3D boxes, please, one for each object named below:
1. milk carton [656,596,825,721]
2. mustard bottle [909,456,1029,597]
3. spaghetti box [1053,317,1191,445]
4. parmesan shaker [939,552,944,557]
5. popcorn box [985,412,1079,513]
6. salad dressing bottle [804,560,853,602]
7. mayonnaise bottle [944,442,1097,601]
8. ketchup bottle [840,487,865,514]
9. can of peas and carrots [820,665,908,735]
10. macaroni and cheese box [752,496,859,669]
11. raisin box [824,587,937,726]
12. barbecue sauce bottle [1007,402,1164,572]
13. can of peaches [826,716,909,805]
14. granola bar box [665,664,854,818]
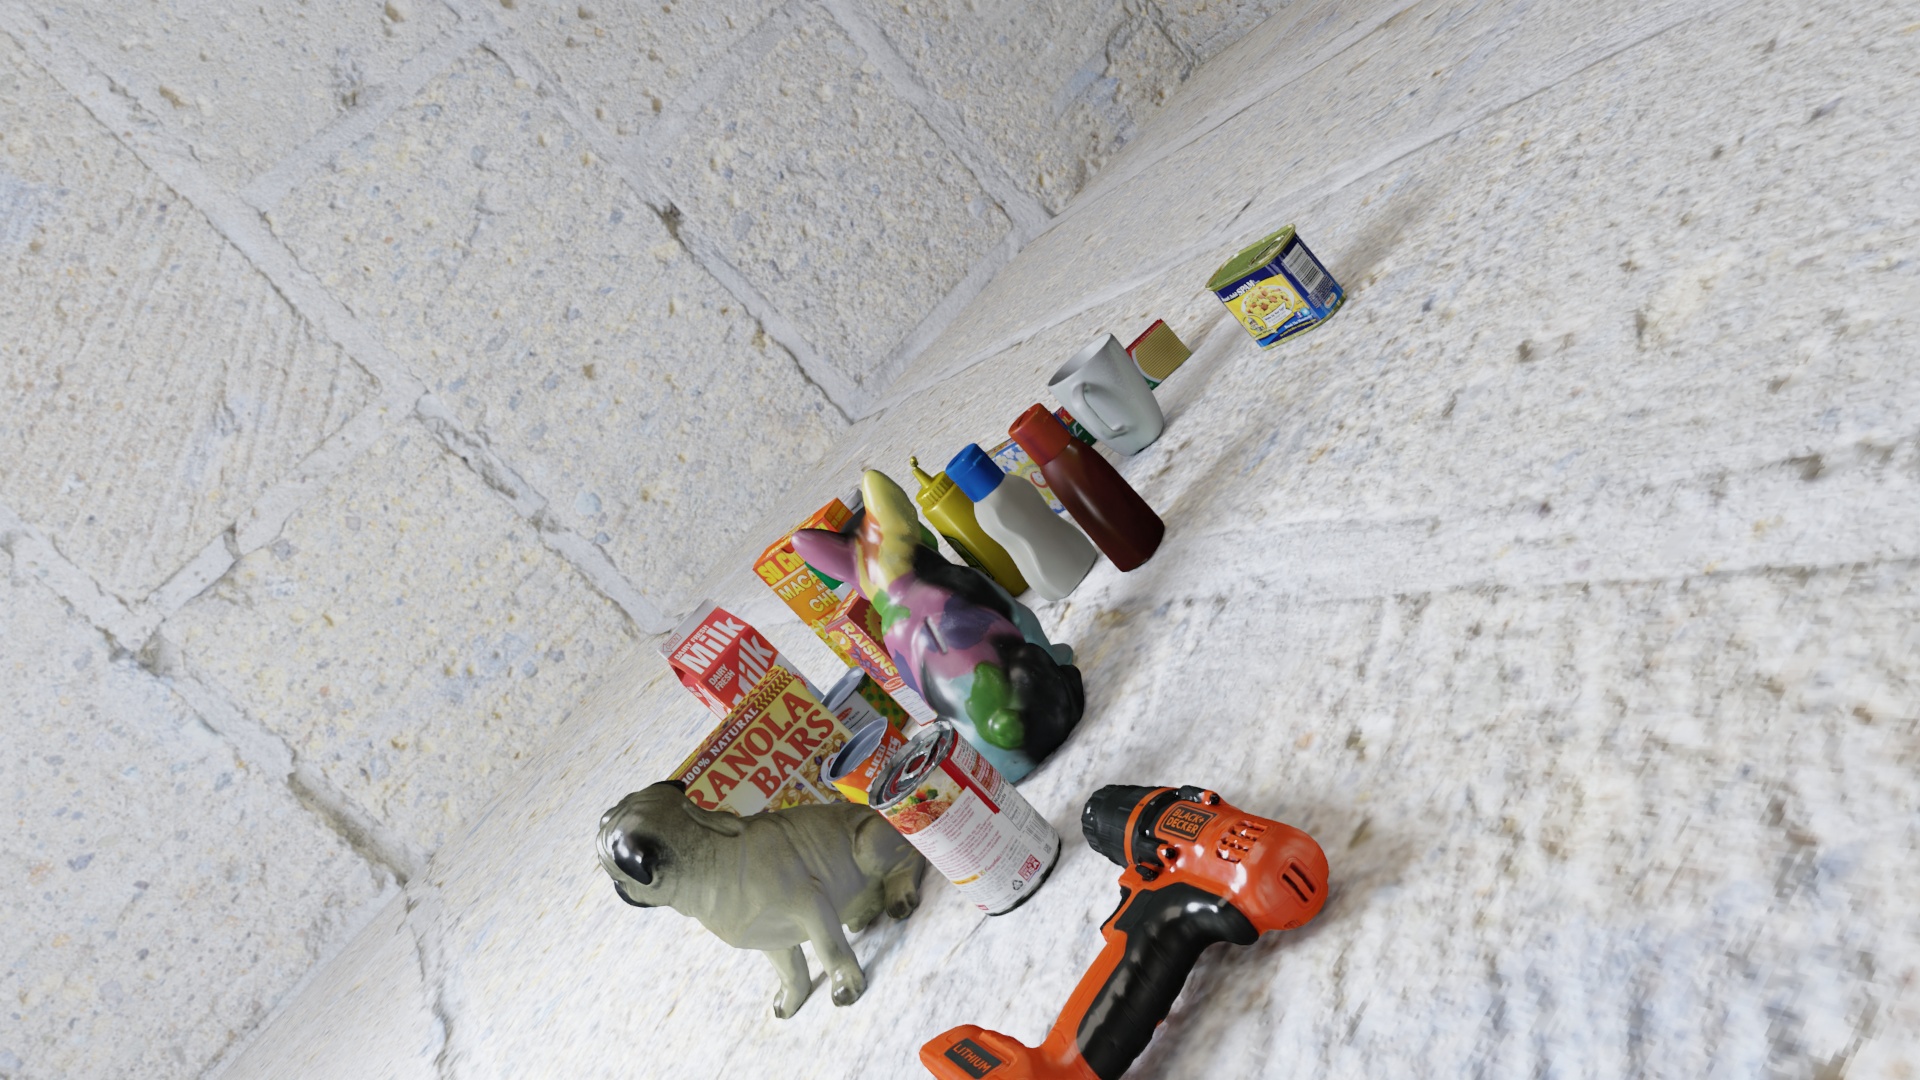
[{"bbox_3d":[-0.190,0.142,1.294,0.072,0.190,0.073,-49,14,-22],"label":"milk carton"},{"bbox_3d":[0.005,-0.016,1.278,0.049,0.160,0.065,-47,13,-13],"label":"mustard bottle"},{"bbox_3d":[0.140,-0.137,1.500,0.250,0.050,0.029,-42,13,6],"label":"spaghetti box"},{"bbox_3d":[-0.022,0.052,1.269,0.071,0.103,0.071,-41,13,12],"label":"parmesan shaker"},{"bbox_3d":[0.076,-0.067,1.390,0.126,0.085,0.038,-27,21,51],"label":"popcorn box"},{"bbox_3d":[-0.087,0.061,1.337,0.064,0.147,0.044,-33,17,40],"label":"salad dressing bottle"},{"bbox_3d":[0.049,-0.019,1.182,0.065,0.148,0.041,-50,14,-28],"label":"mayonnaise bottle"},{"bbox_3d":[-0.070,0.010,1.442,0.065,0.148,0.043,-46,13,-12],"label":"ketchup bottle"},{"bbox_3d":[-0.088,0.154,1.245,0.071,0.058,0.071,-41,13,12],"label":"can of peas and carrots"},{"bbox_3d":[-0.111,0.051,1.394,0.123,0.166,0.040,-33,16,38],"label":"macaroni and cheese box"},{"bbox_3d":[-0.047,0.085,1.195,0.040,0.123,0.086,-30,18,46],"label":"raisin box"},{"bbox_3d":[0.100,-0.045,1.113,0.043,0.148,0.065,-34,16,36],"label":"barbecue sauce bottle"},{"bbox_3d":[-0.060,0.181,1.079,0.071,0.058,0.071,-41,13,12],"label":"can of peaches"},{"bbox_3d":[-0.166,0.206,1.168,0.166,0.124,0.039,-46,13,-12],"label":"granola bar box"}]
